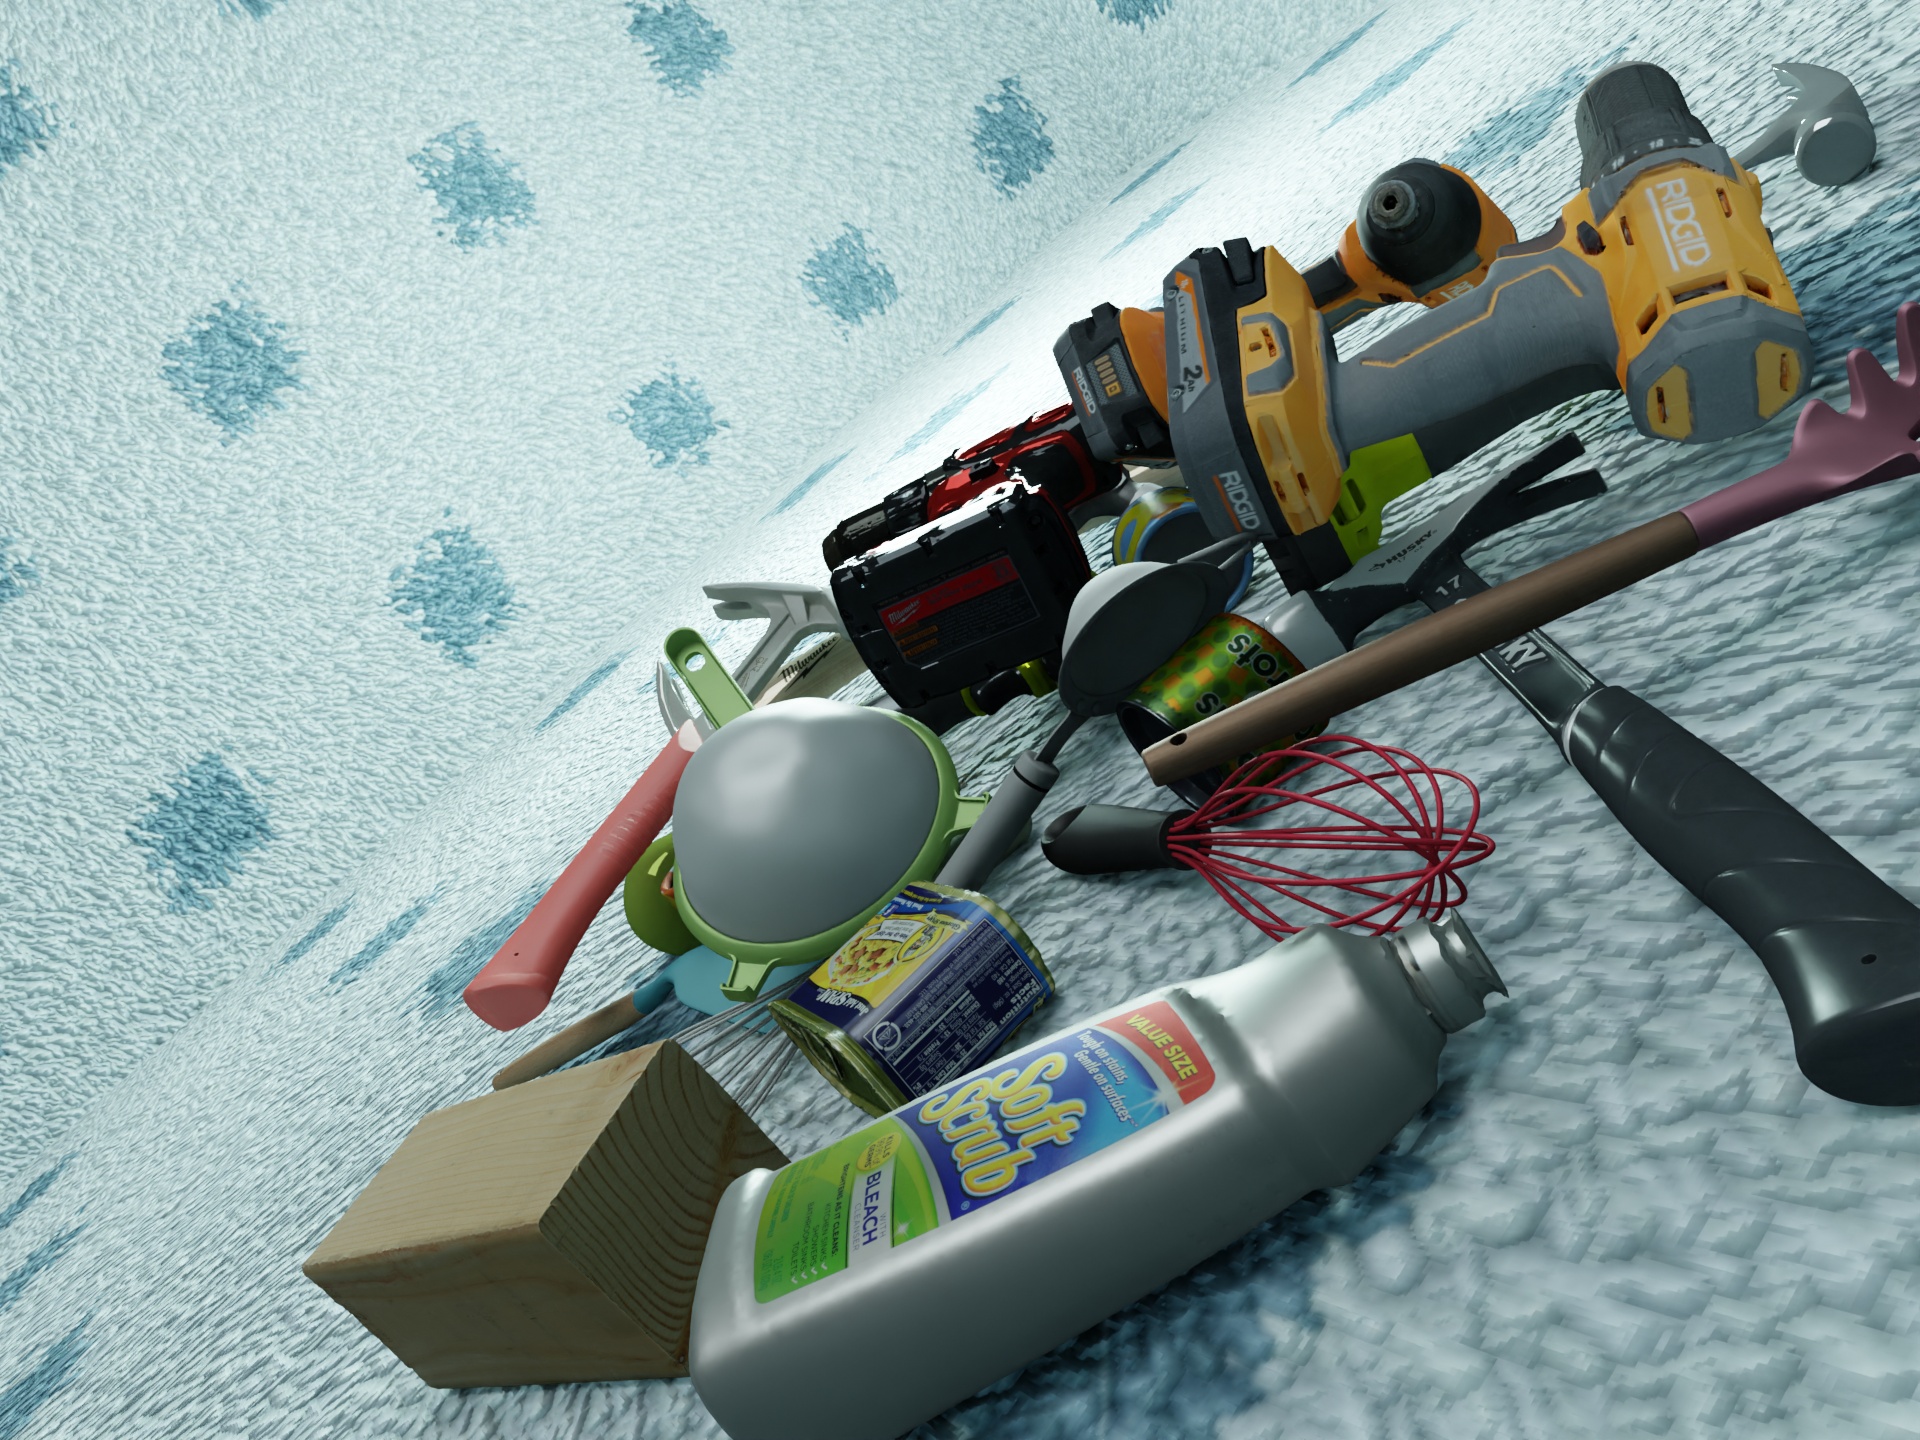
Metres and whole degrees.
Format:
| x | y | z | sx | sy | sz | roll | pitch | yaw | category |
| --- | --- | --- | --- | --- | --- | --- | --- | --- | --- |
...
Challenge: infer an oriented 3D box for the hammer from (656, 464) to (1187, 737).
| x | y | z | sx | sy | sz | roll | pitch | yaw | category |
| --- | --- | --- | --- | --- | --- | --- | --- | --- | --- |
| -0.020 | -0.091 | 1.094 | 0.410 | 0.038 | 0.146 | -32 | 46 | -3 | hammer |

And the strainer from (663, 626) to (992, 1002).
| x | y | z | sx | sy | sz | roll | pitch | yaw | category |
| --- | --- | --- | --- | --- | --- | --- | --- | --- | --- |
| -0.105 | 0.007 | 0.786 | 0.151 | 0.069 | 0.257 | -36 | 45 | -6 | strainer |

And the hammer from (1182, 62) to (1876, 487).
| x | y | z | sx | sy | sz | roll | pitch | yaw | category |
| --- | --- | --- | --- | --- | --- | --- | --- | --- | --- |
| 0.299 | -0.235 | 0.904 | 0.405 | 0.035 | 0.144 | -28 | 20 | 36 | hammer |

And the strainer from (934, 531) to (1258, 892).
| x | y | z | sx | sy | sz | roll | pitch | yaw | category |
| --- | --- | --- | --- | --- | --- | --- | --- | --- | --- |
| 0.035 | 0.014 | 0.687 | 0.050 | 0.086 | 0.258 | 45 | 110 | 34 | strainer |

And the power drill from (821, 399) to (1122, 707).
| x | y | z | sx | sy | sz | roll | pitch | yaw | category |
| --- | --- | --- | --- | --- | --- | --- | --- | --- | --- |
| -0.007 | -0.094 | 0.868 | 0.188 | 0.080 | 0.227 | -22 | 21 | 18 | power drill |

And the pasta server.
| x | y | z | sx | sy | sz | roll | pitch | yaw | category |
| --- | --- | --- | --- | --- | --- | --- | --- | --- | --- |
| 0.201 | -0.054 | 0.501 | 0.316 | 0.040 | 0.060 | -24 | 32 | 6 | pasta server |

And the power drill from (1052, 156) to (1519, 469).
| x | y | z | sx | sy | sz | roll | pitch | yaw | category |
| --- | --- | --- | --- | --- | --- | --- | --- | --- | --- |
| 0.167 | -0.213 | 0.827 | 0.226 | 0.084 | 0.164 | -24 | -6 | 28 | power drill |

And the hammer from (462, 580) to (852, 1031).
| x | y | z | sx | sy | sz | roll | pitch | yaw | category |
| --- | --- | --- | --- | --- | --- | --- | --- | --- | --- |
| -0.187 | 0.037 | 0.977 | 0.149 | 0.036 | 0.359 | 6 | 46 | 32 | hammer |

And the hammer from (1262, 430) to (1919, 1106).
| x | y | z | sx | sy | sz | roll | pitch | yaw | category |
| --- | --- | --- | --- | --- | --- | --- | --- | --- | --- |
| 0.202 | -0.006 | 0.508 | 0.149 | 0.036 | 0.409 | -35 | 17 | 11 | hammer |

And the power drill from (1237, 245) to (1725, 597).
| x | y | z | sx | sy | sz | roll | pitch | yaw | category |
| --- | --- | --- | --- | --- | --- | --- | --- | --- | --- |
| 0.234 | -0.155 | 0.743 | 0.223 | 0.080 | 0.171 | -26 | 20 | 15 | power drill |

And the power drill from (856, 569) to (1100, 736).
| x | y | z | sx | sy | sz | roll | pitch | yaw | category |
| --- | --- | --- | --- | --- | --- | --- | --- | --- | --- |
| -0.001 | -0.003 | 0.860 | 0.228 | 0.080 | 0.191 | -35 | 24 | -5 | power drill |

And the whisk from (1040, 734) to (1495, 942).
| x | y | z | sx | sy | sz | roll | pitch | yaw | category |
| --- | --- | --- | --- | --- | --- | --- | --- | --- | --- |
| 0.091 | 0.044 | 0.586 | 0.073 | 0.073 | 0.296 | -44 | 10 | -16 | whisk |

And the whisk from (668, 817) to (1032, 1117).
| x | y | z | sx | sy | sz | roll | pitch | yaw | category |
| --- | --- | --- | --- | --- | --- | --- | --- | --- | --- |
| -0.060 | 0.120 | 0.746 | 0.246 | 0.059 | 0.058 | -40 | 52 | -13 | whisk |

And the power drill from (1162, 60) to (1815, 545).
| x | y | z | sx | sy | sz | roll | pitch | yaw | category |
| --- | --- | --- | --- | --- | --- | --- | --- | --- | --- |
| 0.200 | -0.174 | 0.641 | 0.226 | 0.084 | 0.186 | -13 | 52 | 21 | power drill |

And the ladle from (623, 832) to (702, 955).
| x | y | z | sx | sy | sz | roll | pitch | yaw | category |
| --- | --- | --- | --- | --- | --- | --- | --- | --- | --- |
| -0.081 | 0.036 | 1.027 | 0.320 | 0.062 | 0.078 | -36 | 46 | -14 | ladle |

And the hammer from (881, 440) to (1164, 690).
| x | y | z | sx | sy | sz | roll | pitch | yaw | category |
| --- | --- | --- | --- | --- | --- | --- | --- | --- | --- |
| -0.012 | -0.049 | 1.011 | 0.146 | 0.035 | 0.335 | 28 | 70 | 30 | hammer |

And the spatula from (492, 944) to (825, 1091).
| x | y | z | sx | sy | sz | roll | pitch | yaw | category |
| --- | --- | --- | --- | --- | --- | --- | --- | --- | --- |
| -0.187 | 0.177 | 0.912 | 0.317 | 0.044 | 0.082 | -32 | 18 | 42 | spatula |
